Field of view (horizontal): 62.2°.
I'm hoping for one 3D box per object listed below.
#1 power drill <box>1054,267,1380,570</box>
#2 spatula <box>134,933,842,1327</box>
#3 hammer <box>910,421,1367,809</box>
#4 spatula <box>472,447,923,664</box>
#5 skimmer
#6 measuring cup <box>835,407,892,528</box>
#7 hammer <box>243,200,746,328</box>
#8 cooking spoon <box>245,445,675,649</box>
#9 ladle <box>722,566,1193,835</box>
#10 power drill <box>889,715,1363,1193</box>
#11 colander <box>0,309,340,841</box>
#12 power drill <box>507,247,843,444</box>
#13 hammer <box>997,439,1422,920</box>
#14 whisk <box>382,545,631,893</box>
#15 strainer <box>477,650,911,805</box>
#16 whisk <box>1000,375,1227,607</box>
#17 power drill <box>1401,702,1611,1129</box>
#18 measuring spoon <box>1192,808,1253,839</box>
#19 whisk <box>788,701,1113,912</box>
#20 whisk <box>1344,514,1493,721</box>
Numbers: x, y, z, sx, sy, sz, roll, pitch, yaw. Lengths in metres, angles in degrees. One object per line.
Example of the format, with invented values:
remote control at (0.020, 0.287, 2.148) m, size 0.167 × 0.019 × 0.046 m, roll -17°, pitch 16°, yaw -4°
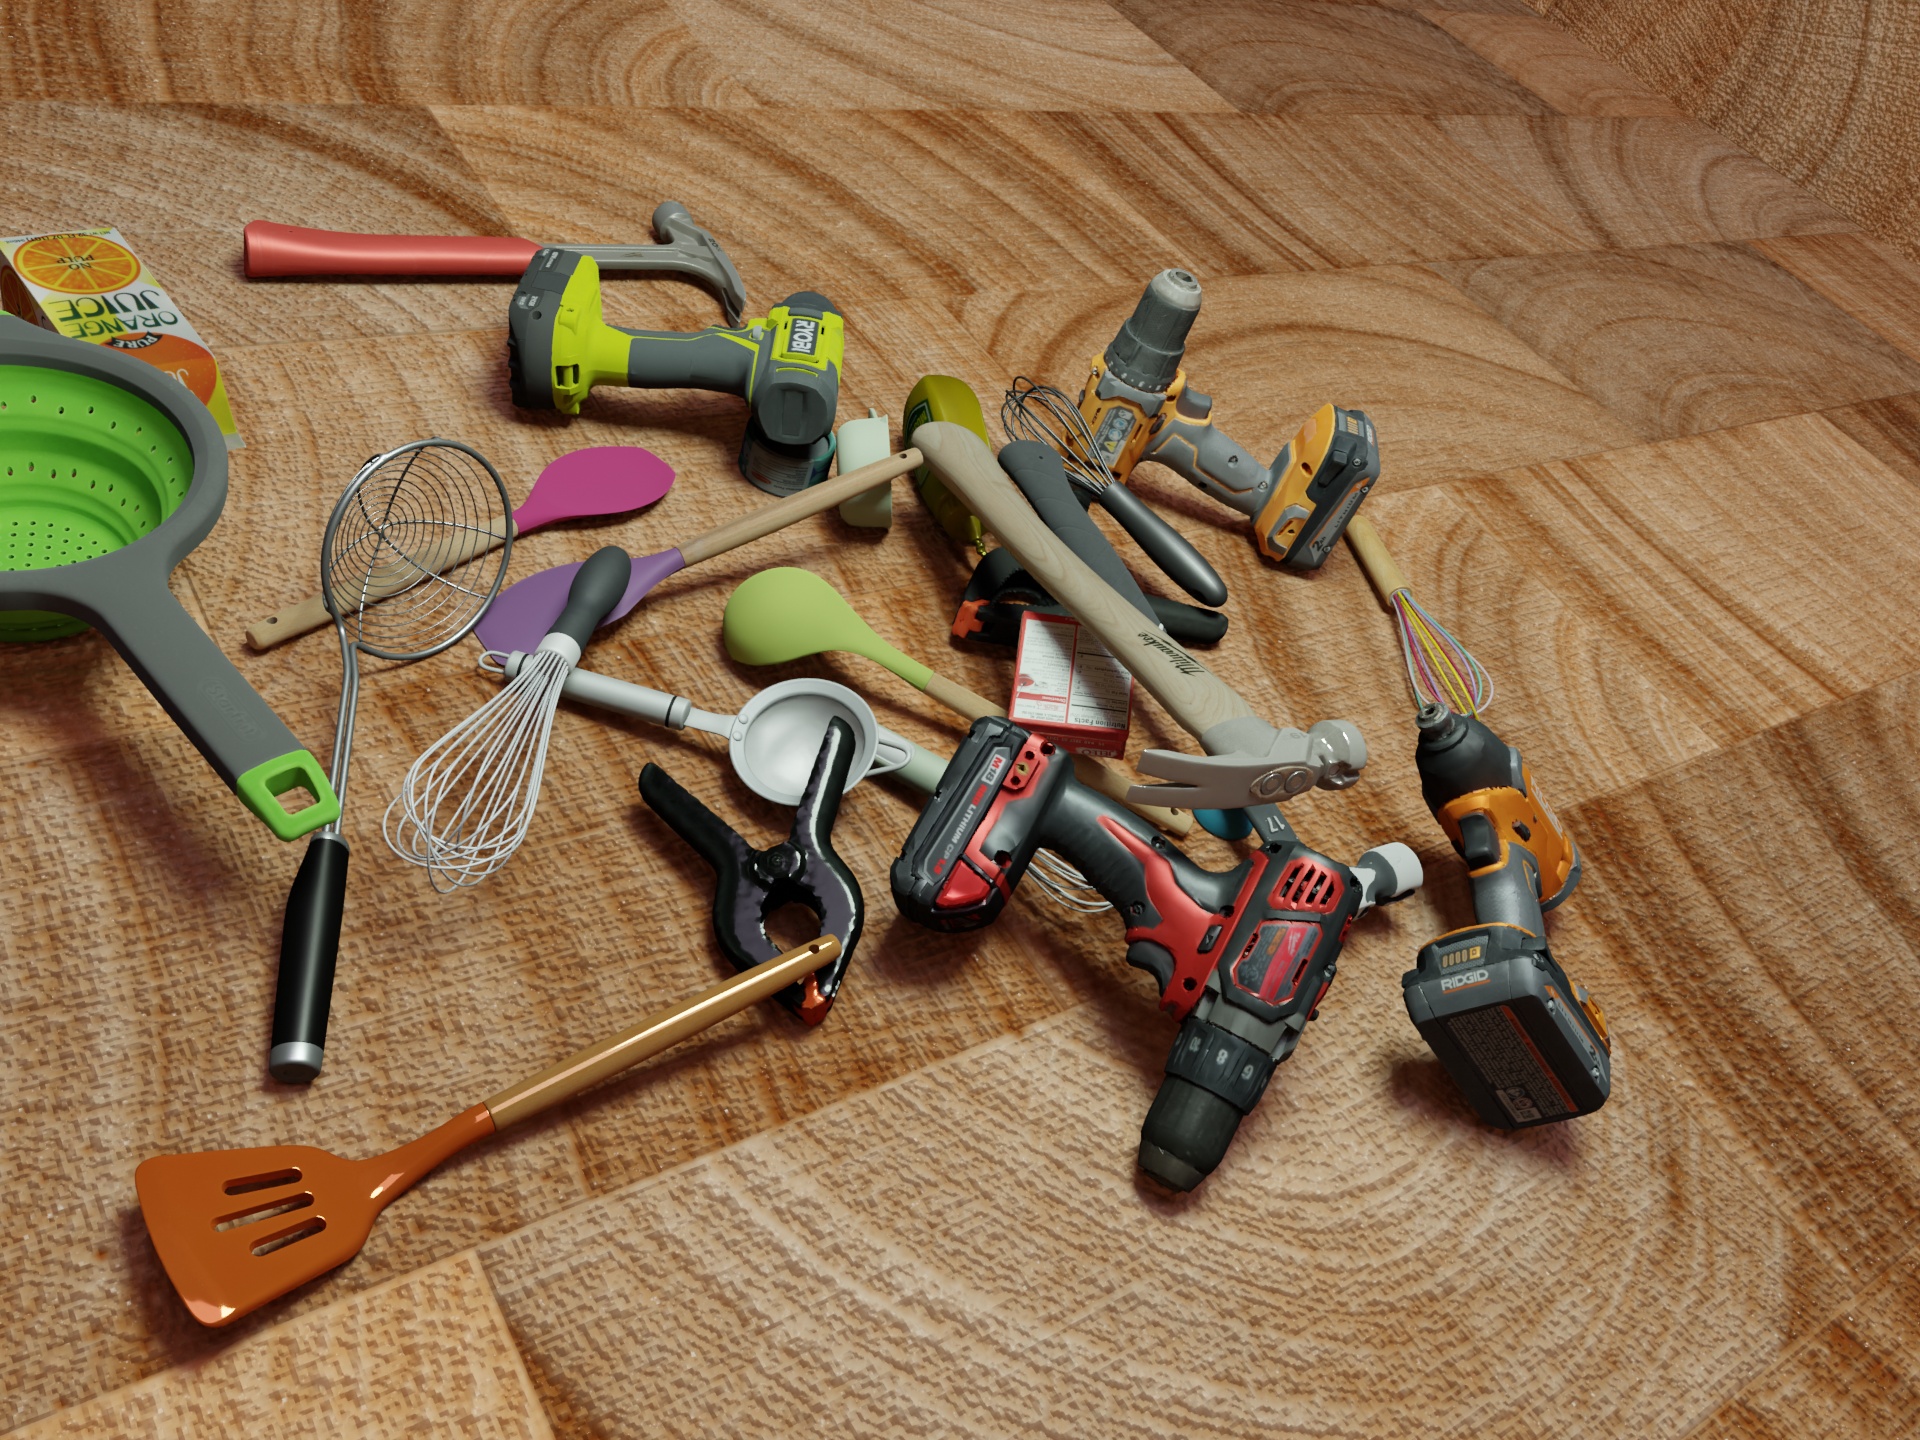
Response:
power drill at (0.202, -0.226, 1.200) m, size 0.226 × 0.185 × 0.084 m, roll 20°, pitch 40°, yaw -7°
spatula at (-0.189, 0.163, 0.715) m, size 0.322 × 0.041 × 0.081 m, roll -24°, pitch 58°, yaw -30°
hammer at (0.063, -0.081, 0.961) m, size 0.146 × 0.038 × 0.411 m, roll -4°, pitch 36°, yaw -31°
spatula at (-0.157, -0.114, 1.006) m, size 0.316 × 0.018 × 0.060 m, roll -27°, pitch 60°, yaw -24°
skimmer at (-0.289, 0.007, 0.813) m, size 0.090 × 0.127 × 0.364 m, roll -14°, pitch 52°, yaw 7°
measuring cup at (-0.073, -0.194, 1.147) m, size 0.038 × 0.083 × 0.168 m, roll -4°, pitch 29°, yaw -6°
hammer at (-0.346, -0.346, 1.202) m, size 0.359 × 0.036 × 0.149 m, roll -9°, pitch 50°, yaw -31°
cooking spoon at (-0.300, -0.112, 0.990) m, size 0.069 × 0.017 × 0.319 m, roll 36°, pitch 43°, yaw 17°
ladle at (-0.002, -0.003, 0.994) m, size 0.320 × 0.062 × 0.078 m, roll 29°, pitch 44°, yaw -2°
power drill at (0.076, 0.118, 0.835) m, size 0.227 × 0.080 × 0.188 m, roll 26°, pitch 77°, yaw 13°
colander at (-0.443, -0.056, 0.816) m, size 0.397 × 0.094 × 0.204 m, roll 43°, pitch 46°, yaw 19°
power drill at (-0.195, -0.269, 1.129) m, size 0.223 × 0.080 × 0.171 m, roll 6°, pitch 39°, yaw -5°
hammer at (0.128, -0.036, 1.033) m, size 0.149 × 0.036 × 0.409 m, roll -13°, pitch 57°, yaw -28°
whisk at (-0.229, -0.017, 0.856) m, size 0.070 × 0.070 × 0.285 m, roll 18°, pitch 39°, yaw -4°
strainer at (-0.155, -0.002, 0.920) m, size 0.258 × 0.050 × 0.087 m, roll 16°, pitch 57°, yaw 2°
whisk at (0.111, -0.167, 1.156) m, size 0.055 × 0.055 × 0.239 m, roll -24°, pitch 64°, yaw -39°
power drill at (0.311, 0.102, 0.932) m, size 0.164 × 0.084 × 0.227 m, roll 51°, pitch 34°, yaw -26°
measuring spoon at (0.200, 0.037, 1.040) m, size 0.042 × 0.021 × 0.128 m, roll 42°, pitch 47°, yaw 21°
whisk at (-0.002, 0.041, 0.937) m, size 0.246 × 0.059 × 0.058 m, roll 28°, pitch 69°, yaw 13°
whisk at (0.344, -0.078, 1.217) m, size 0.047 × 0.051 × 0.245 m, roll 24°, pitch 32°, yaw -30°
